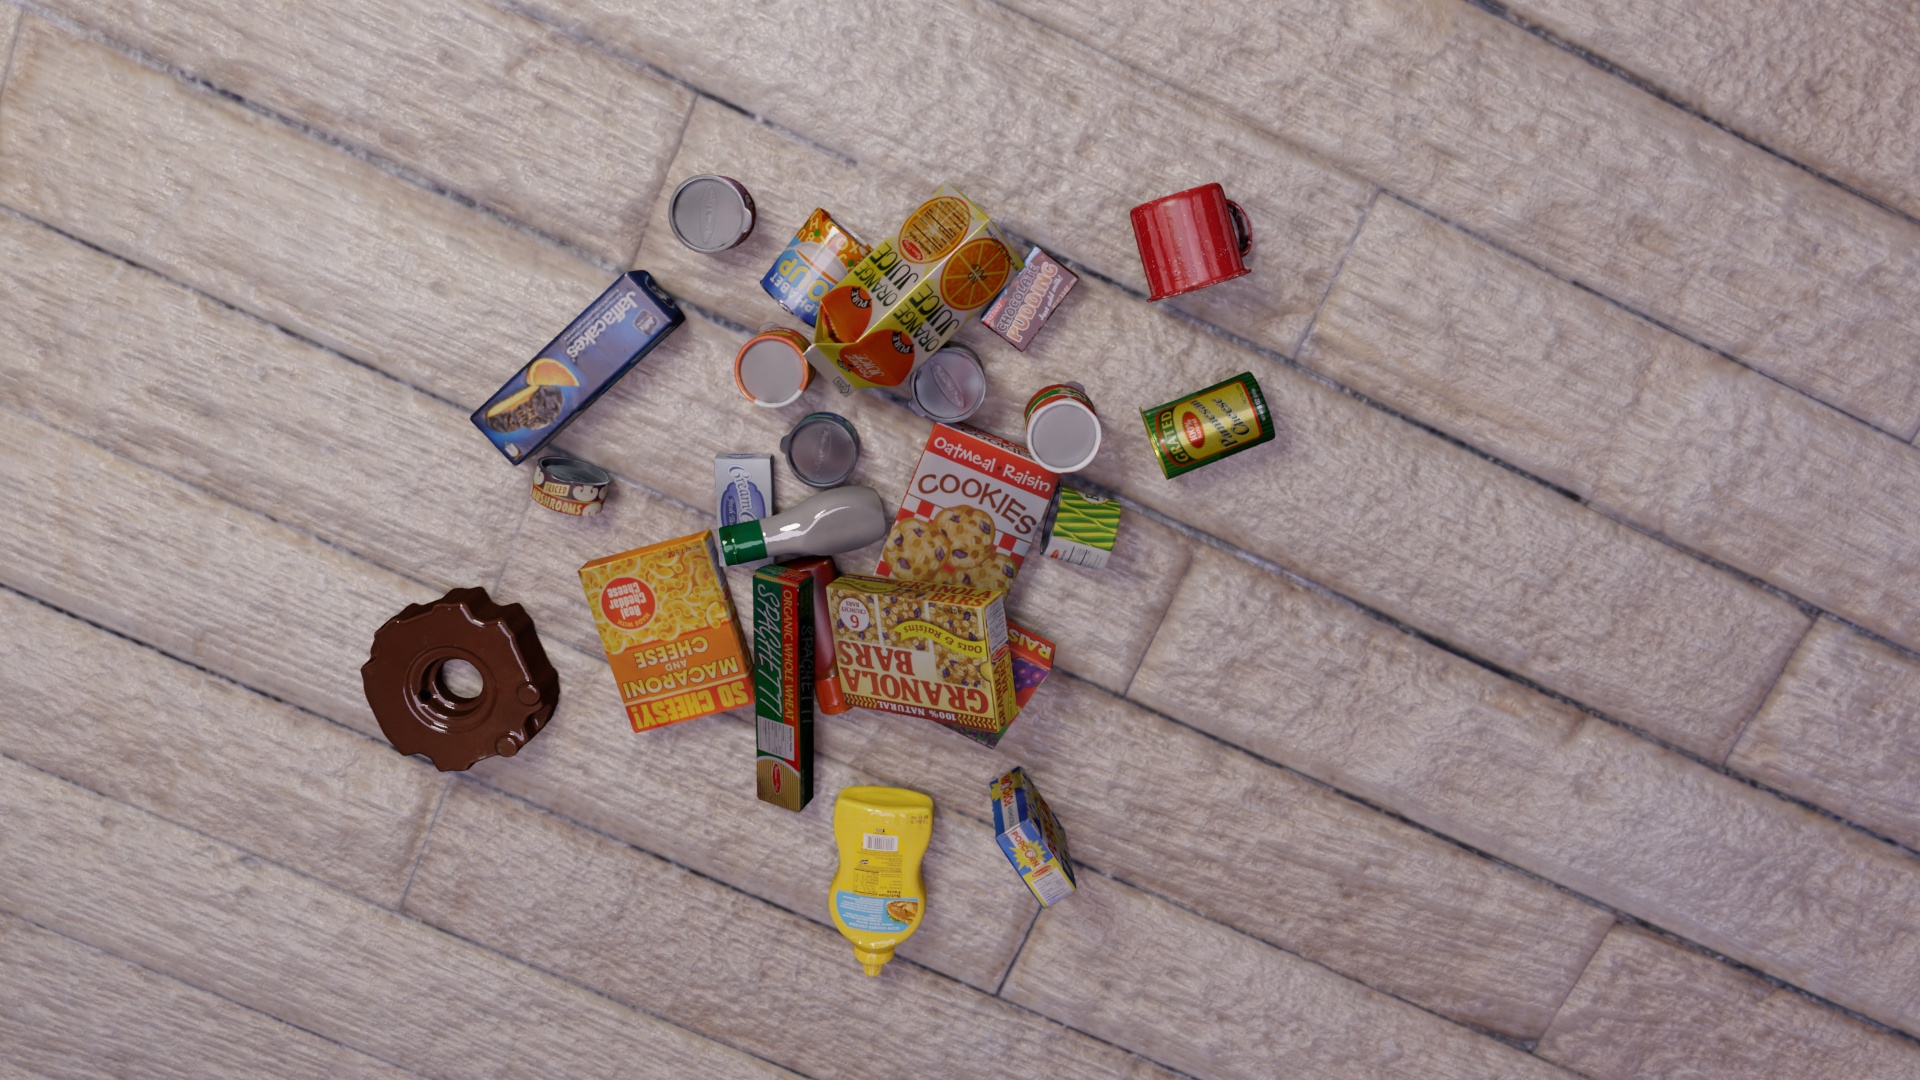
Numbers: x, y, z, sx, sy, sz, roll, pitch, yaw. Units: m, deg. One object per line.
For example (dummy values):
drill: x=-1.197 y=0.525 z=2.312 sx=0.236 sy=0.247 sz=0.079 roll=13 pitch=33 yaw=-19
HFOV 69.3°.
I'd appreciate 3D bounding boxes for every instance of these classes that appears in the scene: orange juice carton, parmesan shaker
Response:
orange juice carton: x=-0.047 y=-0.205 z=1.187 sx=0.192 sy=0.073 sz=0.071 roll=-43 pitch=141 yaw=4
parmesan shaker: x=0.219 y=-0.105 z=1.237 sx=0.103 sy=0.071 sz=0.071 roll=-21 pitch=103 yaw=6

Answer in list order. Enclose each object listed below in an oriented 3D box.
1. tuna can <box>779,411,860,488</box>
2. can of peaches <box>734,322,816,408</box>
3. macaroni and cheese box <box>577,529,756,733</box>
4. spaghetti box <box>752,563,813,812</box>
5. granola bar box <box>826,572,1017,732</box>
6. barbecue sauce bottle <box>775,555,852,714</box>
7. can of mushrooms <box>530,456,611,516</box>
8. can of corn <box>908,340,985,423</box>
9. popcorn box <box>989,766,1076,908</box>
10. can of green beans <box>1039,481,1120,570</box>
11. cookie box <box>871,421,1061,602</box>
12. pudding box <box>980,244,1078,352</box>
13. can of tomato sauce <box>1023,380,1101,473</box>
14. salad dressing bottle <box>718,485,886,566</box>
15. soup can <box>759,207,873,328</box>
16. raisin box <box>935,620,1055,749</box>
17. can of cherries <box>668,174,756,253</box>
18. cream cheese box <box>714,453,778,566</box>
tuna can: x=-0.127 y=-0.084 z=1.265 sx=0.071 sy=0.033 sz=0.071 roll=0 pitch=104 yaw=1
can of peaches: x=-0.165 y=-0.156 z=1.234 sx=0.071 sy=0.058 sz=0.071 roll=0 pitch=105 yaw=1
macaroni and cheese box: x=-0.271 y=0.086 z=1.308 sx=0.124 sy=0.040 sz=0.166 roll=-14 pitch=103 yaw=5
spaghetti box: x=-0.164 y=0.139 z=1.294 sx=0.050 sy=0.029 sz=0.248 roll=14 pitch=117 yaw=22
granola bar box: x=-0.036 y=0.099 z=1.247 sx=0.165 sy=0.039 sz=0.123 roll=6 pitch=115 yaw=30
barbecue sauce bottle: x=-0.133 y=0.090 z=1.304 sx=0.065 sy=0.044 sz=0.148 roll=-11 pitch=105 yaw=10
can of mushrooms: x=-0.355 y=-0.049 z=1.259 sx=0.071 sy=0.071 sz=0.033 roll=19 pitch=106 yaw=-4
can of corn: x=-0.013 y=-0.140 z=1.235 sx=0.071 sy=0.058 sz=0.071 roll=0 pitch=105 yaw=1
popcorn box: x=0.067 y=0.277 z=1.305 sx=0.038 sy=0.127 sz=0.085 roll=-33 pitch=102 yaw=6
can of green beans: x=0.109 y=-0.011 z=1.262 sx=0.058 sy=0.071 sz=0.071 roll=15 pitch=104 yaw=-3
cookie box: x=0.005 y=-0.016 z=1.277 sx=0.123 sy=0.040 sz=0.167 roll=22 pitch=105 yaw=-4
pudding box: x=0.060 y=-0.214 z=1.229 sx=0.049 sy=0.030 sz=0.083 roll=37 pitch=102 yaw=-7
can of tomato sauce: x=0.091 y=-0.101 z=1.230 sx=0.071 sy=0.083 sz=0.071 roll=0 pitch=105 yaw=1
salad dressing bottle: x=-0.143 y=-0.010 z=1.260 sx=0.148 sy=0.044 sz=0.064 roll=-13 pitch=134 yaw=-10
soup can: x=-0.124 y=-0.236 z=1.206 sx=0.071 sy=0.071 sz=0.083 roll=38 pitch=102 yaw=-8
raisin box: x=0.022 y=0.128 z=1.290 sx=0.086 sy=0.040 sz=0.122 roll=28 pitch=126 yaw=-6
can of cherries: x=-0.212 y=-0.282 z=1.203 sx=0.071 sy=0.058 sz=0.071 roll=0 pitch=104 yaw=1
cream cheese box: x=-0.198 y=-0.028 z=1.285 sx=0.053 sy=0.024 sz=0.103 roll=-1 pitch=105 yaw=0
